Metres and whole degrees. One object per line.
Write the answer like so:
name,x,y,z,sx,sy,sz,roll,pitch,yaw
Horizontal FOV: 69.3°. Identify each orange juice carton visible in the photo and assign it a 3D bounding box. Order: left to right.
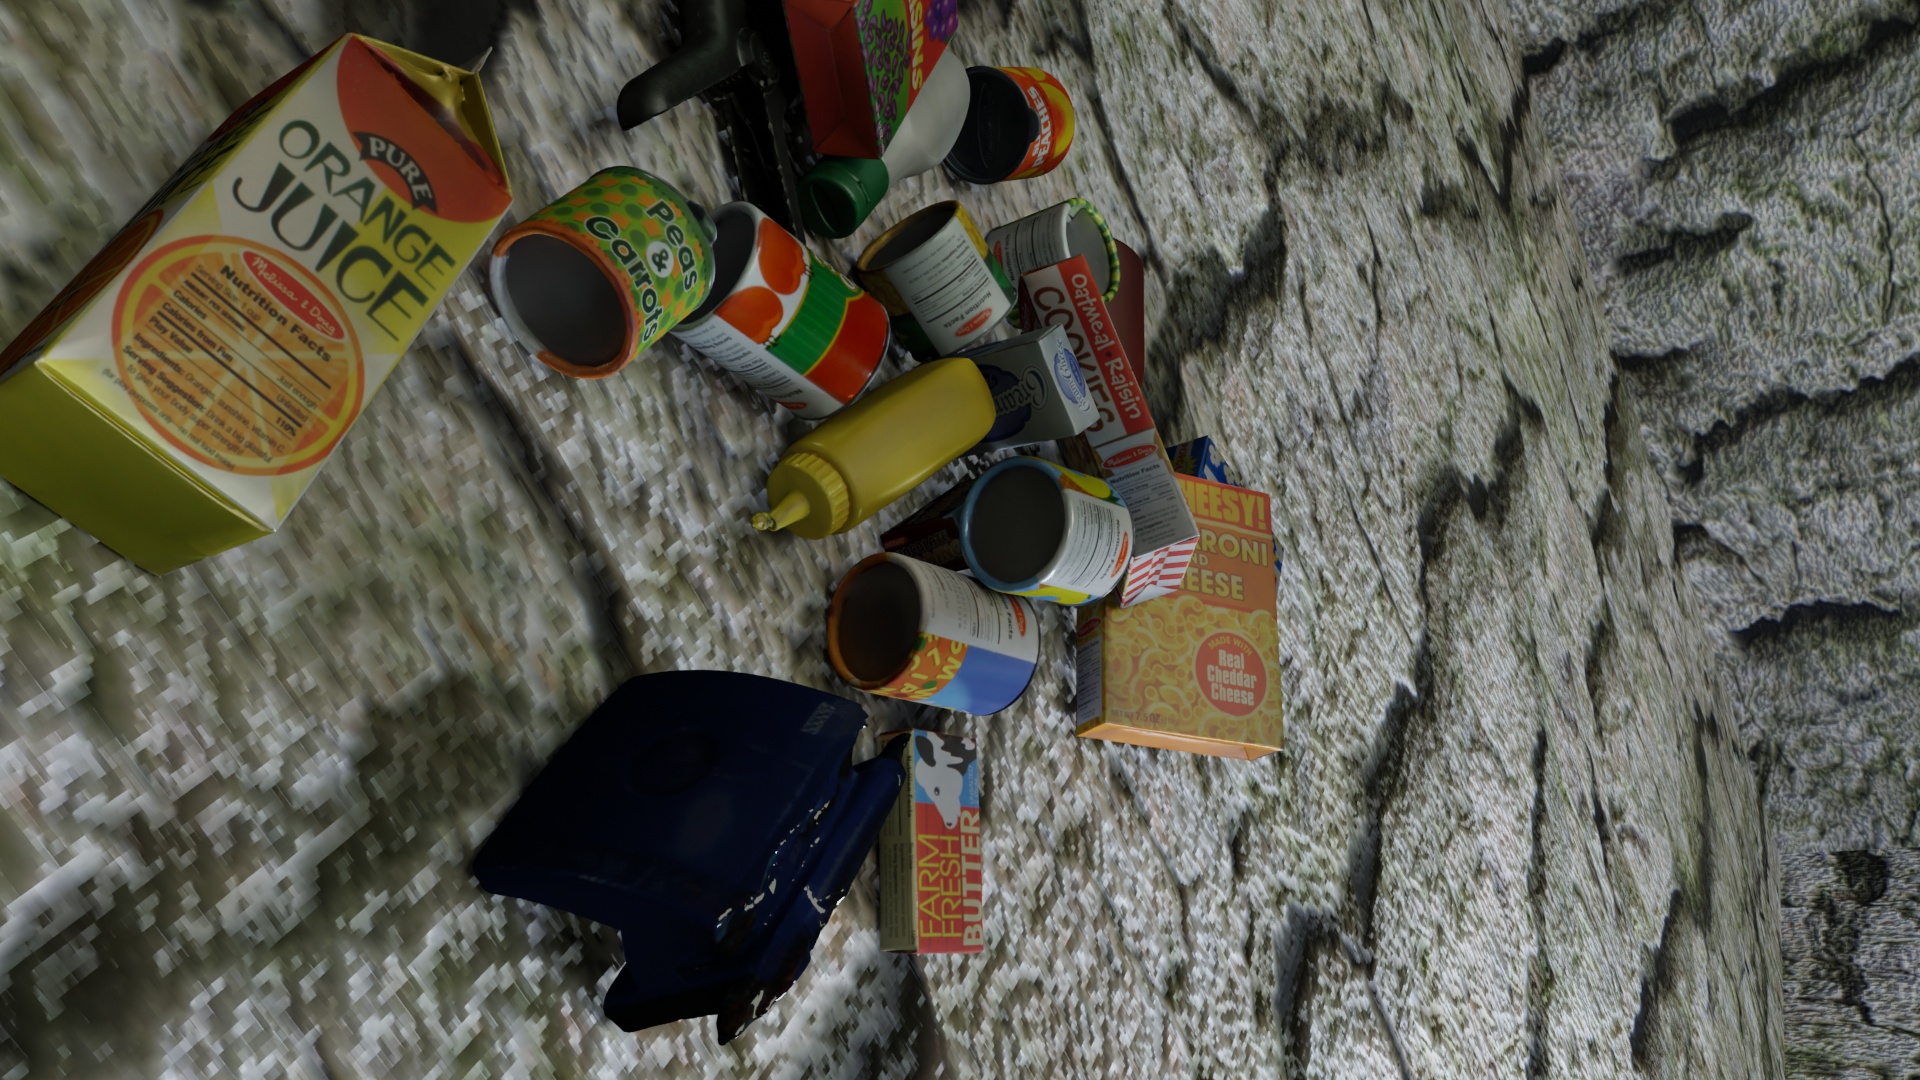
orange juice carton,-0.210,-0.089,0.435,0.073,0.071,0.194,48,44,-34

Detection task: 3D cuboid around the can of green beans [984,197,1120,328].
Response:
can of green beans,0.056,-0.167,0.840,0.071,0.057,0.071,23,61,-49

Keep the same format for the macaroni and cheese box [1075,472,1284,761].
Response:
macaroni and cheese box,0.131,0.042,0.846,0.124,0.040,0.167,12,66,-21

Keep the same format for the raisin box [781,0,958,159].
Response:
raisin box,-0.041,-0.259,0.682,0.085,0.040,0.124,80,26,-50

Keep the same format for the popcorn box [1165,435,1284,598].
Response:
popcorn box,0.179,0.002,0.968,0.126,0.038,0.085,49,44,-33

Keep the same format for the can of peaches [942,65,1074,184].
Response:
can of peaches,0.028,-0.245,0.818,0.058,0.071,0.071,-28,101,-55

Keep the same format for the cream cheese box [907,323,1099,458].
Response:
cream cheese box,0.019,-0.074,0.716,0.024,0.103,0.053,-38,110,-41

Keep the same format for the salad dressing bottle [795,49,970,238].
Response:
salad dressing bottle,-0.041,-0.213,0.736,0.064,0.044,0.148,64,37,-33

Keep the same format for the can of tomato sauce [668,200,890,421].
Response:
can of tomato sauce,-0.083,-0.103,0.619,0.083,0.071,0.071,33,53,-43

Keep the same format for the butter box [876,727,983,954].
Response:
butter box,-0.014,0.145,0.665,0.053,0.024,0.104,19,64,-49

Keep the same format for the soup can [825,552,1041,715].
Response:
soup can,-0.014,0.047,0.663,0.084,0.071,0.071,19,64,-46

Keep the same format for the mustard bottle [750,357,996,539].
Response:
mustard bottle,-0.046,-0.038,0.655,0.161,0.065,0.048,-39,107,-45

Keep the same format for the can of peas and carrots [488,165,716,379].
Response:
can of peas and carrots,-0.137,-0.105,0.541,0.070,0.071,0.059,60,39,-22

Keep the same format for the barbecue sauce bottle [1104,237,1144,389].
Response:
barbecue sauce bottle,0.092,-0.118,0.885,0.065,0.043,0.149,26,59,-47

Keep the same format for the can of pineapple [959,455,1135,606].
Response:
can of pineapple,0.040,-0.004,0.670,0.058,0.071,0.071,14,67,-52

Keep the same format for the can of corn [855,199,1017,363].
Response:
can of corn,-0.014,-0.137,0.730,0.058,0.071,0.071,55,40,-27

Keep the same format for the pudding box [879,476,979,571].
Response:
pudding box,0.003,-0.009,0.719,0.084,0.049,0.030,-36,107,-53

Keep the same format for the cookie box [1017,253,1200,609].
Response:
cookie box,0.078,-0.056,0.768,0.122,0.040,0.168,75,-5,-74
